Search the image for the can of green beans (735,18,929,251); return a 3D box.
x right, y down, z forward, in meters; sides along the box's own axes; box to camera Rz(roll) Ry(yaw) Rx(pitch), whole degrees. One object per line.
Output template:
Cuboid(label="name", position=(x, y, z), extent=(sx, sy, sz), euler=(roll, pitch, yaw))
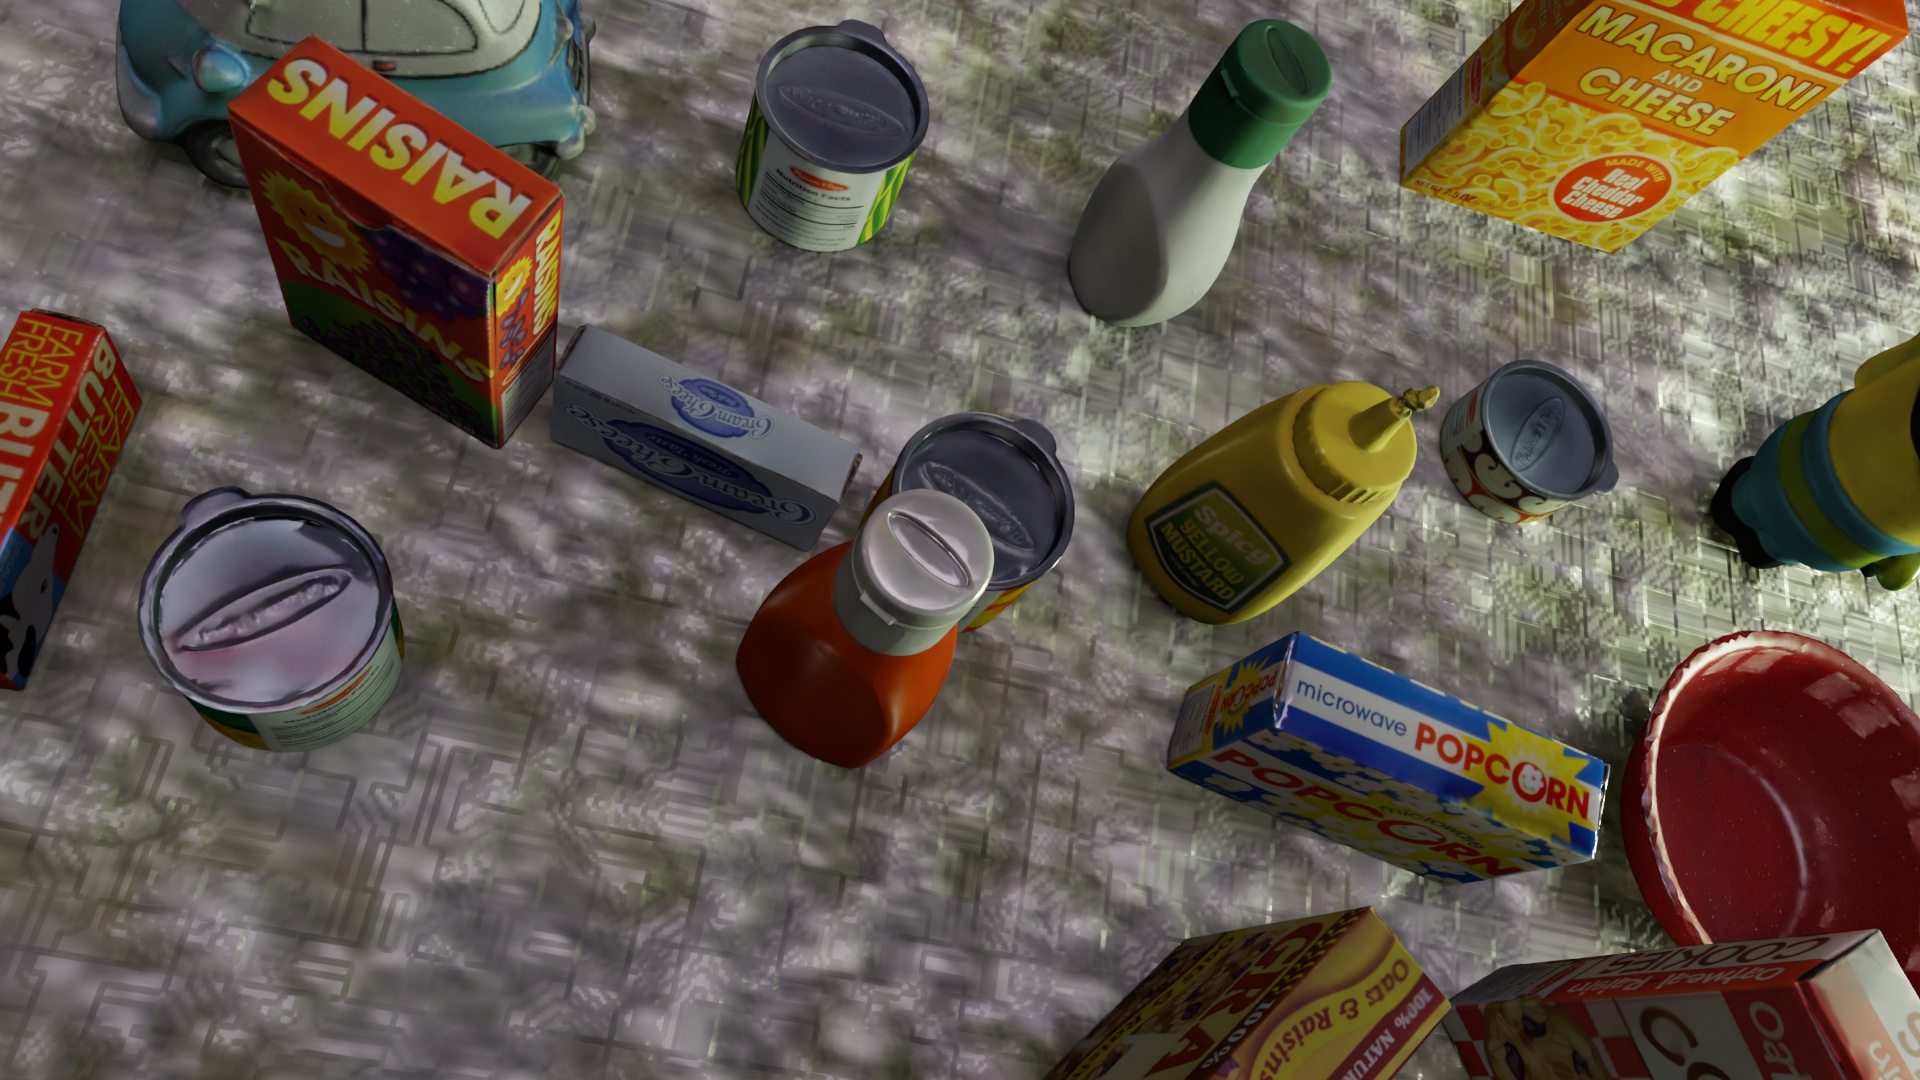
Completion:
Cuboid(label="can of green beans", position=(-0.051, -0.155, 0.543), extent=(0.071, 0.057, 0.071), euler=(6, 68, -16))

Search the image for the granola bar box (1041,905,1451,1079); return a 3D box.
Cuboid(label="granola bar box", position=(0.050, 0.180, 0.407), extent=(0.166, 0.123, 0.039), euler=(-35, 84, -26))

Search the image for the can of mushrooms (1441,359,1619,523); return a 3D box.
Cuboid(label="can of mushrooms", position=(0.249, -0.041, 0.609), extent=(0.071, 0.033, 0.071), euler=(6, 68, -16))

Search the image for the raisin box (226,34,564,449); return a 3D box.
Cuboid(label="raisin box", position=(-0.174, -0.088, 0.440), extent=(0.086, 0.123, 0.040), euler=(33, 64, -4))

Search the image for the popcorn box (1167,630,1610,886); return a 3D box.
Cuboid(label="popcorn box", position=(0.150, 0.082, 0.500), extent=(0.127, 0.085, 0.038), euler=(23, 65, -8))

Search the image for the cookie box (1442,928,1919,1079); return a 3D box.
Cuboid(label="cookie box", position=(0.241, 0.195, 0.439), extent=(0.040, 0.166, 0.123), euler=(-20, 77, -23))

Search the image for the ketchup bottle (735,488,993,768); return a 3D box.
Cuboid(label="ketchup bottle", position=(-0.030, 0.028, 0.427), extent=(0.065, 0.148, 0.044), euler=(42, 63, 1))

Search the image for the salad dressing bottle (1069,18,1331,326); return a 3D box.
Cuboid(label="salad dressing bottle", position=(0.088, -0.135, 0.530), extent=(0.044, 0.147, 0.064), euler=(-14, 75, -22))

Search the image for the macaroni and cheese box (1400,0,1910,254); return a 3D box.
Cuboid(label="macaroni and cheese box", position=(0.294, -0.201, 0.612), extent=(0.124, 0.165, 0.040), euler=(13, 67, -13))

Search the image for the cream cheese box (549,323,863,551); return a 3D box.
Cuboid(label="cream cheese box", position=(-0.090, -0.034, 0.485), extent=(0.104, 0.053, 0.024), euler=(24, 65, -8))

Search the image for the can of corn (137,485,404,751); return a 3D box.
Cuboid(label="can of corn", position=(-0.207, 0.025, 0.422), extent=(0.071, 0.058, 0.071), euler=(6, 68, -16))

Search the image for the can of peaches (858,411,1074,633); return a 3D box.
Cuboid(label="can of peaches", position=(0.002, -0.006, 0.502), extent=(0.071, 0.058, 0.071), euler=(6, 68, -16))

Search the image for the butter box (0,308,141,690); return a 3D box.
Cuboid(label="butter box", position=(-0.280, -0.012, 0.415), extent=(0.024, 0.053, 0.104), euler=(13, 66, -13))

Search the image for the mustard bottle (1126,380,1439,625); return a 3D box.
Cuboid(label="mustard bottle", position=(0.113, -0.019, 0.485), extent=(0.065, 0.159, 0.049), euler=(47, 64, 3))
